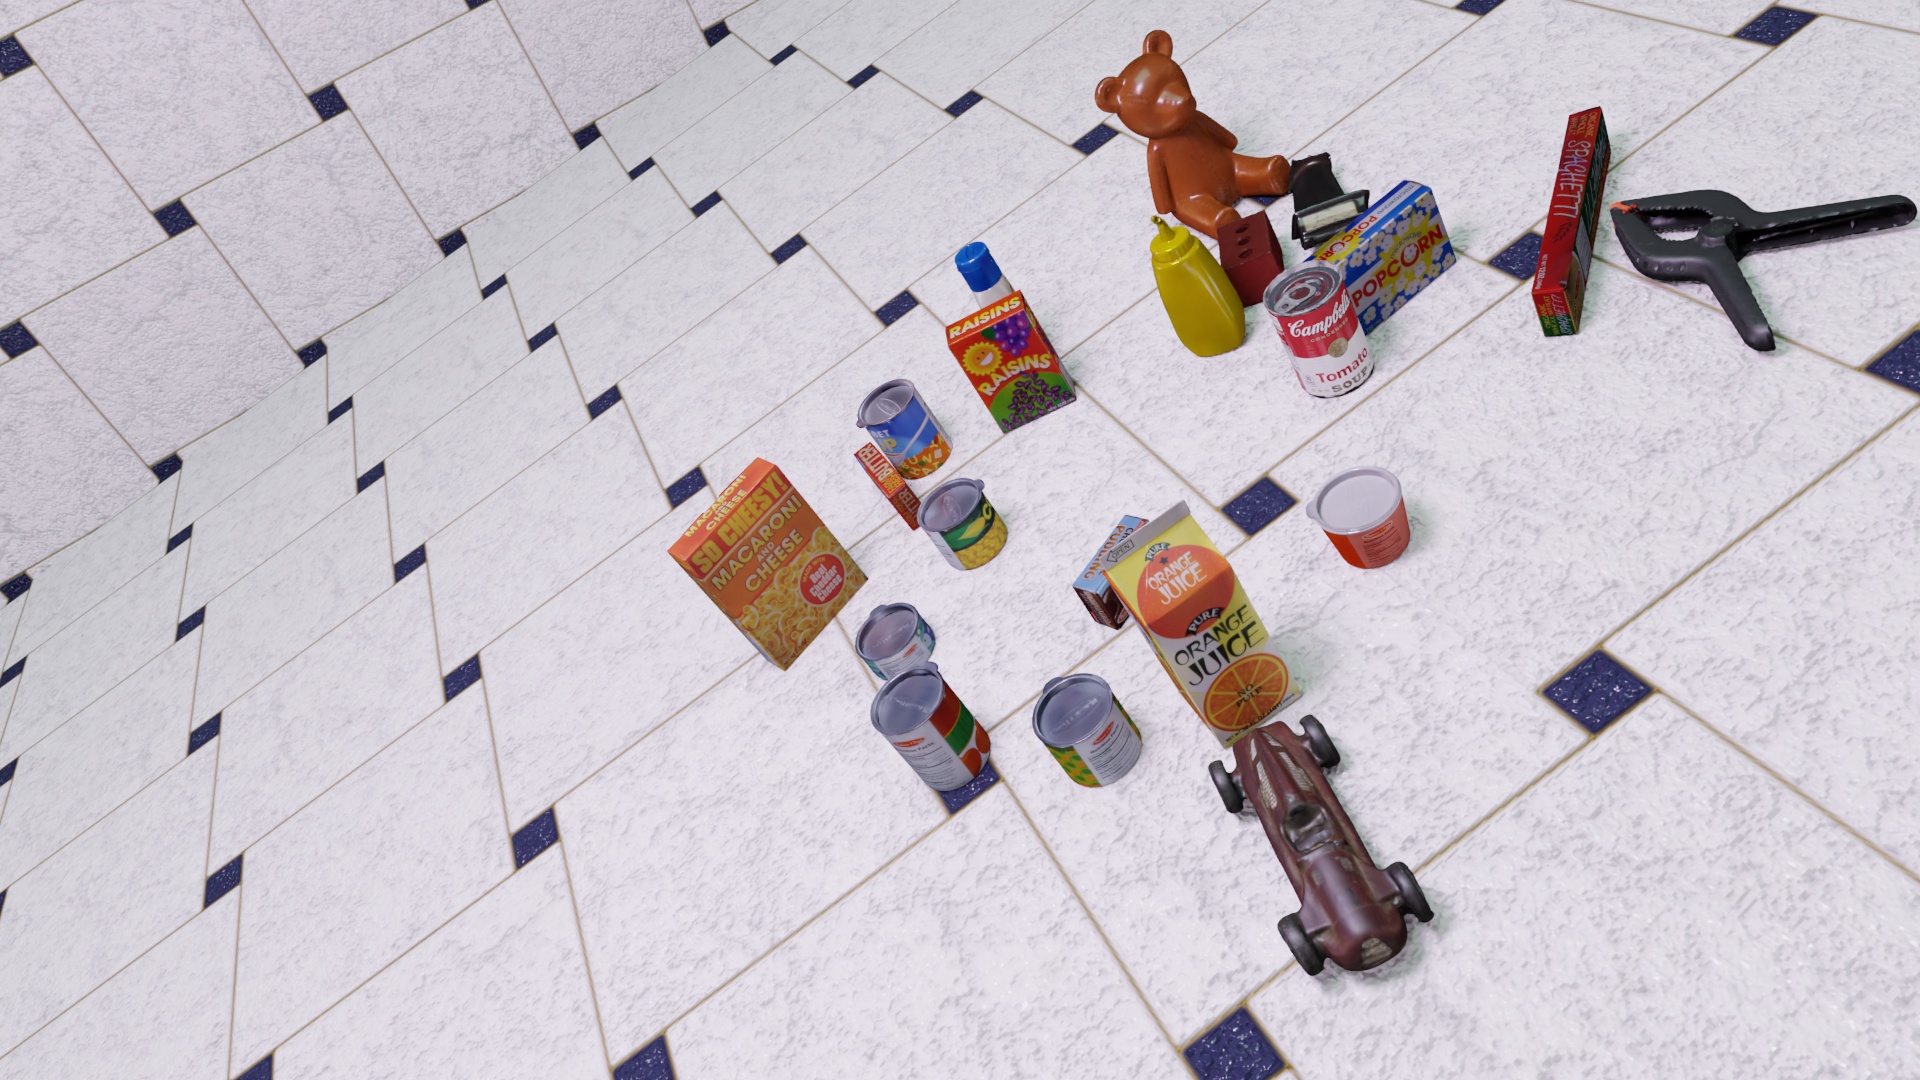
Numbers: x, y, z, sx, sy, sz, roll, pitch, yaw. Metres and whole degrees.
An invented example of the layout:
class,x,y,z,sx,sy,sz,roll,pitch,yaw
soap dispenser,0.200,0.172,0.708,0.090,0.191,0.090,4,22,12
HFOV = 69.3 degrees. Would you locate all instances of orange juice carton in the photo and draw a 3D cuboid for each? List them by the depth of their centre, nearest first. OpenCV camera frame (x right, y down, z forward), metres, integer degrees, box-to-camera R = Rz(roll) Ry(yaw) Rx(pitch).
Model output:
class,x,y,z,sx,sy,sz,roll,pitch,yaw
orange juice carton,0.164,0.053,0.981,0.072,0.192,0.073,-35,37,1

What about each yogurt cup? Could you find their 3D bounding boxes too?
class,x,y,z,sx,sy,sz,roll,pitch,yaw
yogurt cup,0.309,-0.016,1.060,0.072,0.053,0.073,-21,39,18

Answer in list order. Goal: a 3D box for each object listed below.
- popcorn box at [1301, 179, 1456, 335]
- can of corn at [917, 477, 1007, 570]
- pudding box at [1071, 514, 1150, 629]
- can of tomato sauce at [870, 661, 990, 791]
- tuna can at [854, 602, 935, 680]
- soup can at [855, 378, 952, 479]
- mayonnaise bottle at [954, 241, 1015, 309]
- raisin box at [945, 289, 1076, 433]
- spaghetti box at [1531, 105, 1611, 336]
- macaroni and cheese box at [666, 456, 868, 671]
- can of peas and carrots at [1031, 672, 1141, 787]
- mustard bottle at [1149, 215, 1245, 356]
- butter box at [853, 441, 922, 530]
class,x,y,z,sx,sy,sz,roll,pitch,yaw
popcorn box,0.374,-0.248,1.237,0.127,0.085,0.038,-39,37,-5
can of corn,0.005,-0.016,1.289,0.071,0.058,0.071,-21,39,18
pudding box,0.134,0.026,1.153,0.030,0.049,0.084,15,59,46
can of tomato sauce,-0.022,0.149,1.110,0.071,0.083,0.071,-21,39,18
tuna can,-0.059,0.089,1.245,0.071,0.032,0.071,-21,39,18
soup can,-0.058,-0.111,1.419,0.071,0.083,0.072,-21,39,18
mayonnaise bottle,0.044,-0.239,1.427,0.041,0.147,0.065,-26,38,13
raisin box,0.051,-0.176,1.373,0.086,0.123,0.040,-24,38,15
spaghetti box,0.522,-0.275,1.182,0.028,0.050,0.251,-2,48,36
macaroni and cheese box,-0.177,0.023,1.296,0.124,0.166,0.040,-49,39,-17
can of peas and carrots,0.095,0.142,1.049,0.071,0.058,0.071,-21,39,18
mustard bottle,0.214,-0.243,1.291,0.065,0.159,0.049,-11,44,29
butter box,-0.069,-0.055,1.392,0.024,0.053,0.104,-37,37,-2
